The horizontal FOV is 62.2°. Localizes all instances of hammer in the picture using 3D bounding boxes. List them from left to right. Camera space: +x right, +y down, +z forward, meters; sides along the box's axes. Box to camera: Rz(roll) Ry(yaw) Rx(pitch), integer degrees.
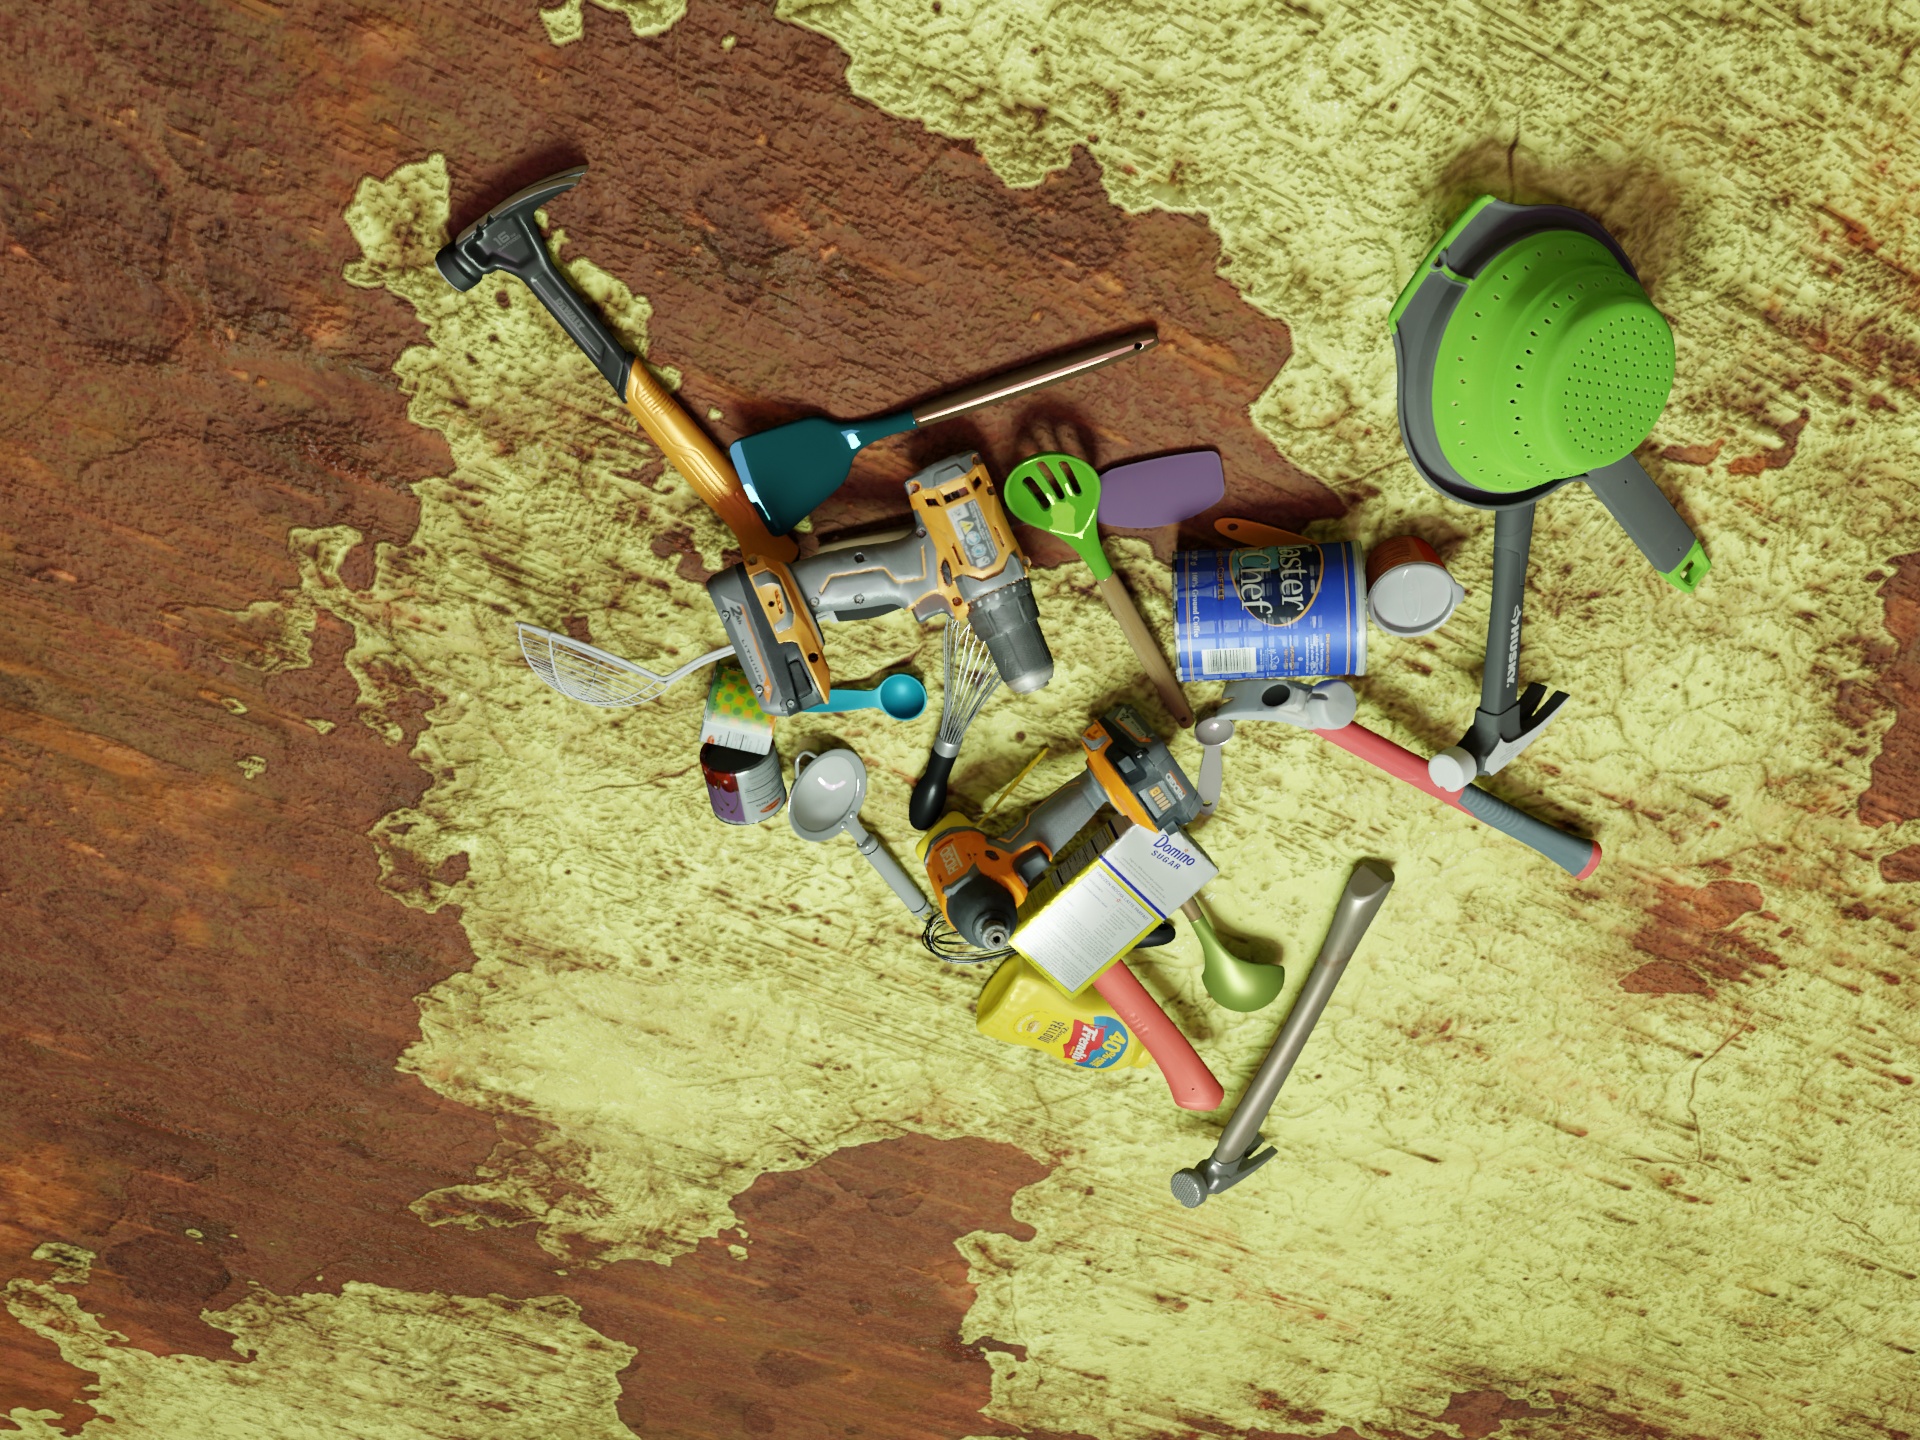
[{"bbox_3d":[-0.221,-0.236,1.160,0.127,0.034,0.336,-25,123,22],"label":"hammer"},{"bbox_3d":[0.146,0.230,1.463,0.149,0.037,0.358,-36,113,8],"label":"hammer"},{"bbox_3d":[0.326,0.302,1.536,0.146,0.038,0.410,-13,133,-43],"label":"hammer"},{"bbox_3d":[0.393,0.052,1.340,0.386,0.038,0.143,25,169,-27],"label":"hammer"},{"bbox_3d":[0.417,-0.116,1.198,0.146,0.035,0.334,-26,124,-32],"label":"hammer"}]

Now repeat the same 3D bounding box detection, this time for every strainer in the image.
[{"bbox_3d":[-0.089,0.105,1.419,0.087,0.050,0.258,-49,129,-17],"label":"strainer"}]

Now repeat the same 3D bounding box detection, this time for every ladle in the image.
[{"bbox_3d":[0.205,0.151,1.449,0.078,0.062,0.320,-16,120,33],"label":"ladle"}]

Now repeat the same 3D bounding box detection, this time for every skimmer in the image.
[{"bbox_3d":[-0.168,-0.093,1.257,0.363,0.127,0.090,-19,82,3],"label":"skimmer"}]

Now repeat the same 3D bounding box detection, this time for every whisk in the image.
[{"bbox_3d":[-0.002,-0.005,1.322,0.070,0.070,0.284,13,133,-8],"label":"whisk"},{"bbox_3d":[0.083,0.199,1.485,0.239,0.055,0.055,0,128,-4],"label":"whisk"}]

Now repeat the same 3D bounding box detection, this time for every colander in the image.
[{"bbox_3d":[0.452,-0.191,1.093,0.396,0.095,0.204,35,93,-34],"label":"colander"}]

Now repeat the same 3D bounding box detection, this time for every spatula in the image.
[{"bbox_3d":[-0.009,-0.222,1.155,0.317,0.044,0.082,-17,120,13],"label":"spatula"},{"bbox_3d":[0.044,-0.156,1.222,0.316,0.018,0.059,-9,128,8],"label":"spatula"}]

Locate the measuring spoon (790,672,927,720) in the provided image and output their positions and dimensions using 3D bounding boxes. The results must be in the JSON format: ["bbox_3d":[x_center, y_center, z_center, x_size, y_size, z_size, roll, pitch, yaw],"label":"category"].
[{"bbox_3d":[-0.088,-0.021,1.337,0.128,0.021,0.042,-2,112,15],"label":"measuring spoon"}]

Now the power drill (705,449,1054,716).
[{"bbox_3d":[-0.052,-0.075,1.180,0.226,0.084,0.185,-24,94,-3],"label":"power drill"}]

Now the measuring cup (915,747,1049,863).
[{"bbox_3d":[0.017,0.071,1.390,0.029,0.062,0.156,44,108,2],"label":"measuring cup"}]

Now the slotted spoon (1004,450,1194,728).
[{"bbox_3d":[0.121,-0.097,1.246,0.070,0.031,0.313,-21,131,17],"label":"slotted spoon"}]

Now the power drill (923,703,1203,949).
[{"bbox_3d":[0.079,0.096,1.293,0.226,0.164,0.084,-35,112,3],"label":"power drill"}]

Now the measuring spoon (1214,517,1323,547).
[{"bbox_3d":[0.253,-0.141,1.232,0.117,0.011,0.021,14,136,-4],"label":"measuring spoon"}]

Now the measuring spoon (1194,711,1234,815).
[{"bbox_3d":[0.215,0.036,1.372,0.034,0.018,0.124,-4,135,0],"label":"measuring spoon"}]
